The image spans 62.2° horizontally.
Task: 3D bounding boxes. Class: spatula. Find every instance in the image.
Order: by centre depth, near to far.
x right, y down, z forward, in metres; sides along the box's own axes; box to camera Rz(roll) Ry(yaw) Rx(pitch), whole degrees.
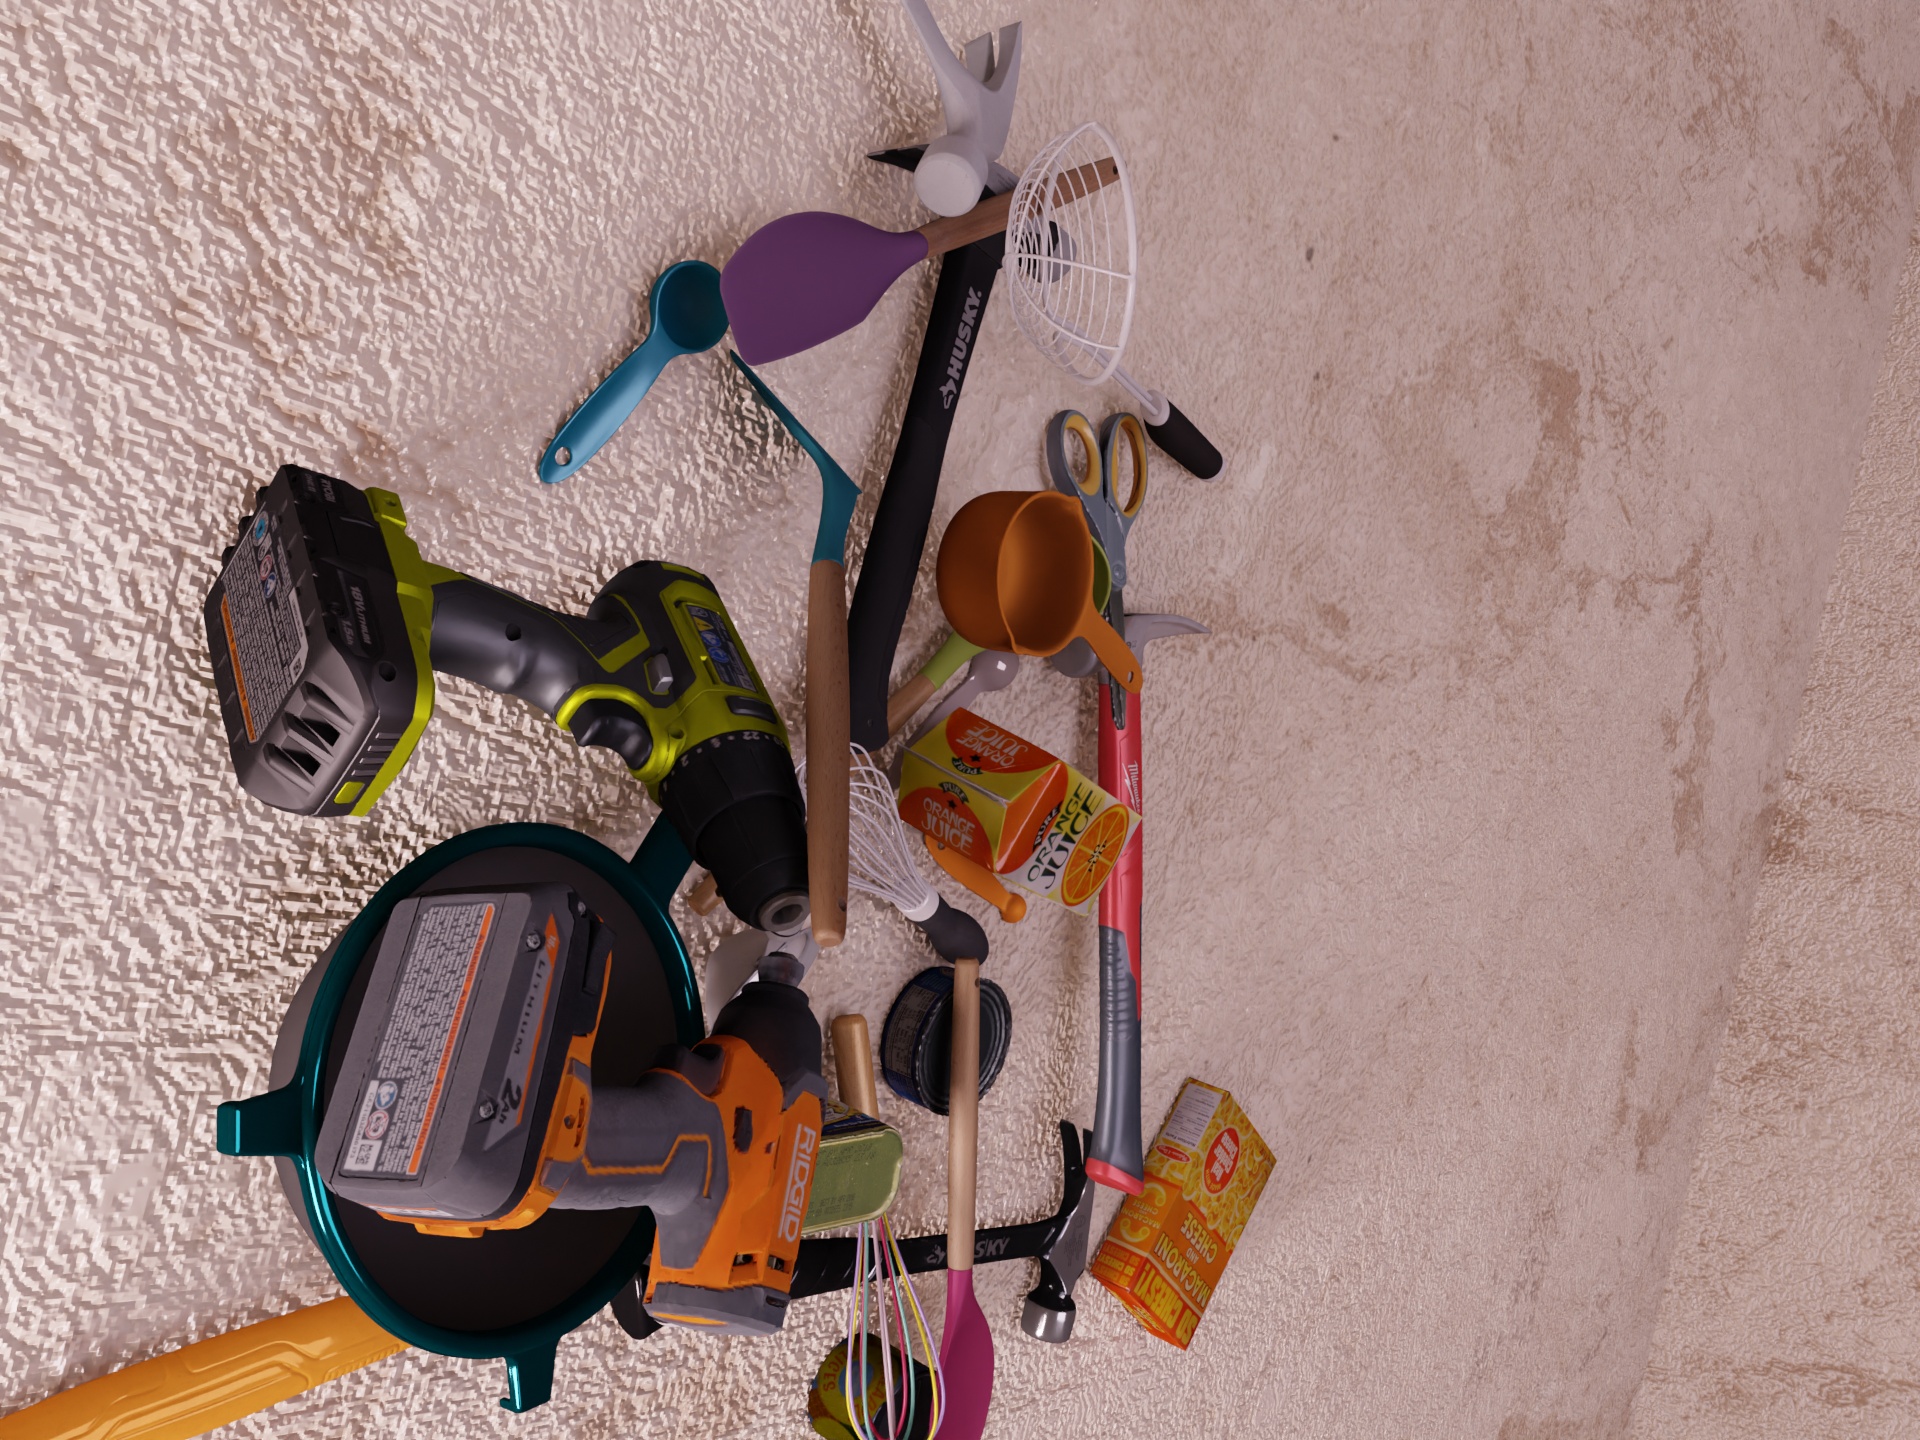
[{"bbox_3d":[-0.067,-0.042,0.702,0.082,0.044,0.318,45,33,-47],"label":"spatula"},{"bbox_3d":[-0.006,-0.250,0.808,0.316,0.018,0.059,-35,119,-41],"label":"spatula"}]

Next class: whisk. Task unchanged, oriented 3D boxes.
[{"bbox_3d":[-0.036,0.087,0.866,0.070,0.070,0.284,-63,152,-16],"label":"whisk"},{"bbox_3d":[-0.052,0.289,0.891,0.051,0.047,0.245,1,78,-46],"label":"whisk"}]

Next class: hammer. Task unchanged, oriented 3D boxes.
[{"bbox_3d":[-0.253,0.254,0.691,0.336,0.034,0.127,-9,91,-44],"label":"hammer"},{"bbox_3d":[-0.076,-0.433,0.707,0.405,0.035,0.144,56,36,-35],"label":"hammer"},{"bbox_3d":[-0.025,-0.142,0.844,0.146,0.035,0.335,24,77,-49],"label":"hammer"},{"bbox_3d":[-0.043,0.320,0.959,0.408,0.036,0.149,15,87,-49],"label":"hammer"},{"bbox_3d":[0.116,0.122,1.060,0.143,0.038,0.386,-8,100,-49],"label":"hammer"}]

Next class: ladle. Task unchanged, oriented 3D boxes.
[{"bbox_3d":[-0.029,-0.005,0.877,0.320,0.062,0.078,-45,114,-28],"label":"ladle"}]

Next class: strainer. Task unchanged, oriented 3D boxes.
[{"bbox_3d":[-0.189,0.108,0.710,0.210,0.095,0.341,61,38,-32],"label":"strainer"},{"bbox_3d":[-0.088,0.099,0.771,0.087,0.050,0.258,-41,168,-35],"label":"strainer"}]

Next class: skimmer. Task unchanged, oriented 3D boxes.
[{"bbox_3d":[0.118,-0.211,0.916,0.363,0.090,0.127,21,54,-62],"label":"skimmer"}]

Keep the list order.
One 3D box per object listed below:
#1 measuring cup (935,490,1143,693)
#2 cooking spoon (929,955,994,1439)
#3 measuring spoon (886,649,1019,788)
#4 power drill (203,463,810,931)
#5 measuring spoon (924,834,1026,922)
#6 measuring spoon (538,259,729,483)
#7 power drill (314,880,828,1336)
[{"bbox_3d":[0.047,-0.061,0.881,0.173,0.052,0.095,43,63,-49],"label":"measuring cup"},{"bbox_3d":[0.000,0.297,0.941,0.068,0.017,0.319,-5,98,-57],"label":"cooking spoon"},{"bbox_3d":[-0.001,-0.003,0.935,0.124,0.018,0.034,-50,132,-27],"label":"measuring spoon"},{"bbox_3d":[-0.163,-0.004,0.635,0.228,0.191,0.080,15,125,-45],"label":"power drill"},{"bbox_3d":[0.012,0.096,0.980,0.116,0.011,0.021,46,65,-44],"label":"measuring spoon"},{"bbox_3d":[-0.154,-0.159,0.729,0.128,0.021,0.042,-53,135,-13],"label":"measuring spoon"},{"bbox_3d":[-0.130,0.144,0.636,0.226,0.084,0.164,46,46,-49],"label":"power drill"}]
